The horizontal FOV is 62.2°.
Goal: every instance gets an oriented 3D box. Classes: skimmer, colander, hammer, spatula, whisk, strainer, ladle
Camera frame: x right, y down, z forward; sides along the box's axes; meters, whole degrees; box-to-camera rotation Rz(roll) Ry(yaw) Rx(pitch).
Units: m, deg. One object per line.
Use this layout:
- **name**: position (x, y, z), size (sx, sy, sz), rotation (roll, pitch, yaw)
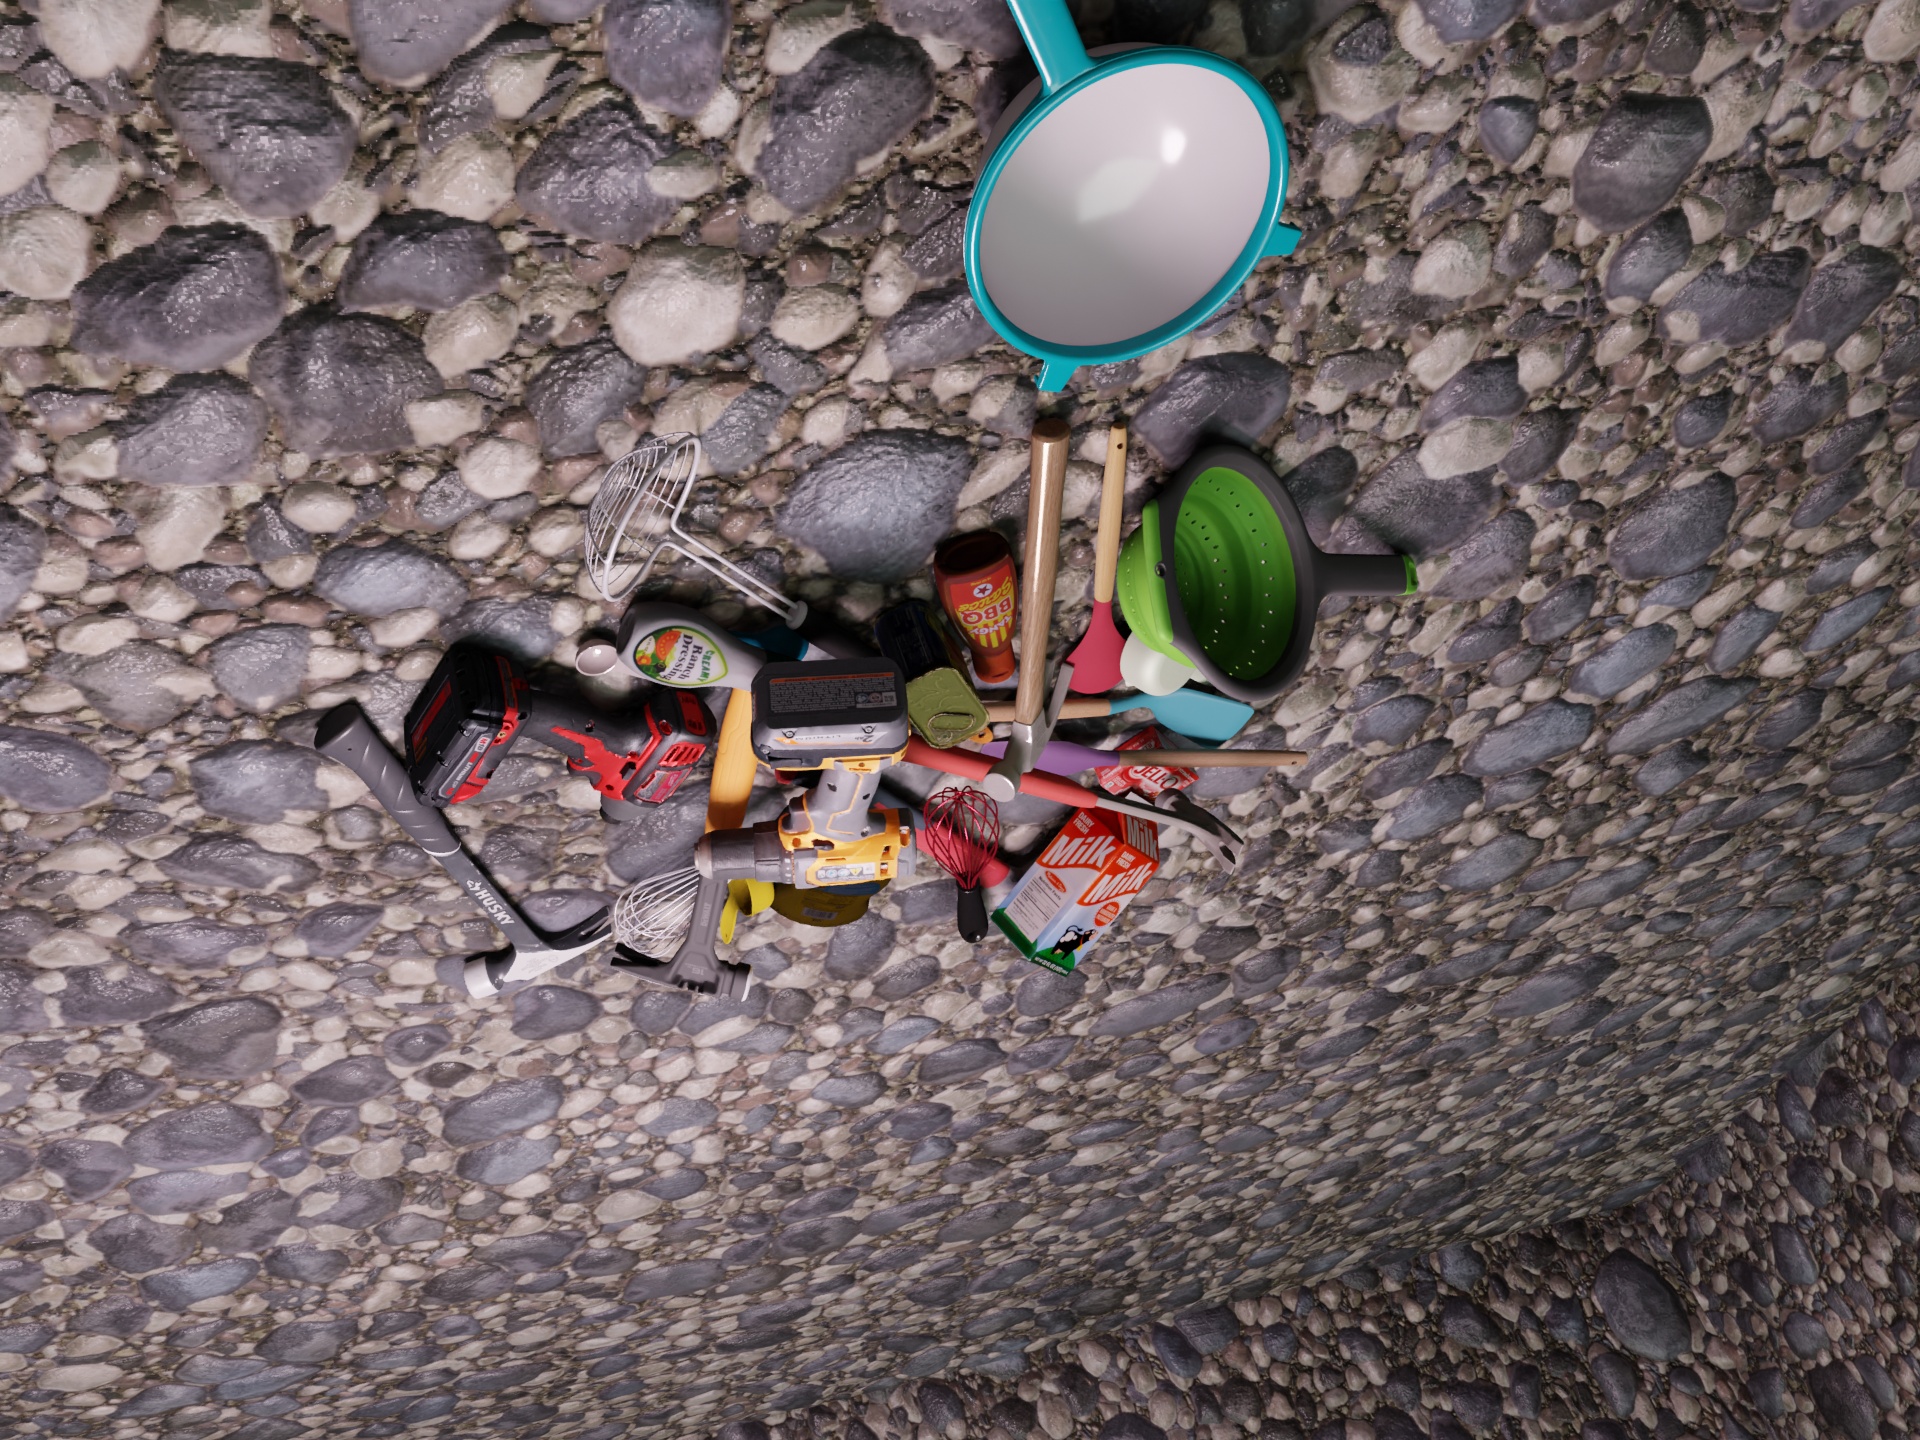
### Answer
- **skimmer**: position (-0.142, -0.094, 1.185), size (0.362, 0.090, 0.127), rotation (33, 84, -50)
- **colander**: position (0.251, -0.117, 1.337), size (0.397, 0.204, 0.094), rotation (-5, 178, -45)
- **hammer**: position (-0.214, 0.097, 1.371), size (0.127, 0.034, 0.336), rotation (14, 119, -5)
- **spatula**: position (0.175, 0.037, 1.514), size (0.316, 0.018, 0.059), rotation (0, 139, -5)
- **whisk**: position (0.007, 0.146, 1.526), size (0.073, 0.073, 0.295), rotation (-16, 148, -6)
- **hammer**: position (-0.430, 0.115, 1.359), size (0.149, 0.036, 0.408), rotation (-20, 143, -2)
- **strainer**: position (0.064, -0.366, 0.940), size (0.211, 0.095, 0.340), rotation (-30, 140, 8)
- **ladle**: position (0.122, -0.123, 1.329), size (0.069, 0.031, 0.315), rotation (-12, 141, -9)
- **whisk**: position (-0.213, 0.135, 1.440), size (0.284, 0.070, 0.070), rotation (-34, 142, 26)
- **hammer**: position (-0.033, 0.092, 1.514), size (0.143, 0.038, 0.385), rotation (-35, 141, 16)
- **spatula**: position (0.115, -0.003, 1.453), size (0.317, 0.044, 0.082), rotation (-2, 152, -25)
- **hammer**: position (0.063, -0.093, 1.287), size (0.031, 0.130, 0.331), rotation (18, 133, 17)
- **hammer**: position (0.076, 0.060, 1.429), size (0.359, 0.149, 0.036), rotation (16, 102, -20)

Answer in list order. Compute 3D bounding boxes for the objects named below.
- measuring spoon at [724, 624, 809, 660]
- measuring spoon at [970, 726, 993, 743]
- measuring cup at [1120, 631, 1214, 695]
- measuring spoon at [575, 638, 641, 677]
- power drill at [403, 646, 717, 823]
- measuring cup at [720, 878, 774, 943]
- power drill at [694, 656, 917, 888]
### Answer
- **measuring spoon**: position (-0.180, -0.058, 1.269), size (0.128, 0.021, 0.042), rotation (2, 138, -27)
- **measuring spoon**: position (-0.002, -0.005, 1.433), size (0.021, 0.011, 0.116), rotation (-37, 144, 13)
- **measuring cup**: position (0.207, -0.048, 1.436), size (0.167, 0.038, 0.083), rotation (20, 103, -50)
- **measuring spoon**: position (-0.251, -0.046, 1.262), size (0.124, 0.018, 0.034), rotation (11, 132, -44)
- **power drill**: position (-0.318, 0.024, 1.267), size (0.219, 0.079, 0.143), rotation (12, 133, -40)
- **measuring cup**: position (-0.209, 0.178, 1.538), size (0.029, 0.062, 0.156), rotation (-19, 157, -26)
- **power drill**: position (-0.126, 0.055, 1.273), size (0.185, 0.084, 0.226), rotation (-3, 139, -6)
